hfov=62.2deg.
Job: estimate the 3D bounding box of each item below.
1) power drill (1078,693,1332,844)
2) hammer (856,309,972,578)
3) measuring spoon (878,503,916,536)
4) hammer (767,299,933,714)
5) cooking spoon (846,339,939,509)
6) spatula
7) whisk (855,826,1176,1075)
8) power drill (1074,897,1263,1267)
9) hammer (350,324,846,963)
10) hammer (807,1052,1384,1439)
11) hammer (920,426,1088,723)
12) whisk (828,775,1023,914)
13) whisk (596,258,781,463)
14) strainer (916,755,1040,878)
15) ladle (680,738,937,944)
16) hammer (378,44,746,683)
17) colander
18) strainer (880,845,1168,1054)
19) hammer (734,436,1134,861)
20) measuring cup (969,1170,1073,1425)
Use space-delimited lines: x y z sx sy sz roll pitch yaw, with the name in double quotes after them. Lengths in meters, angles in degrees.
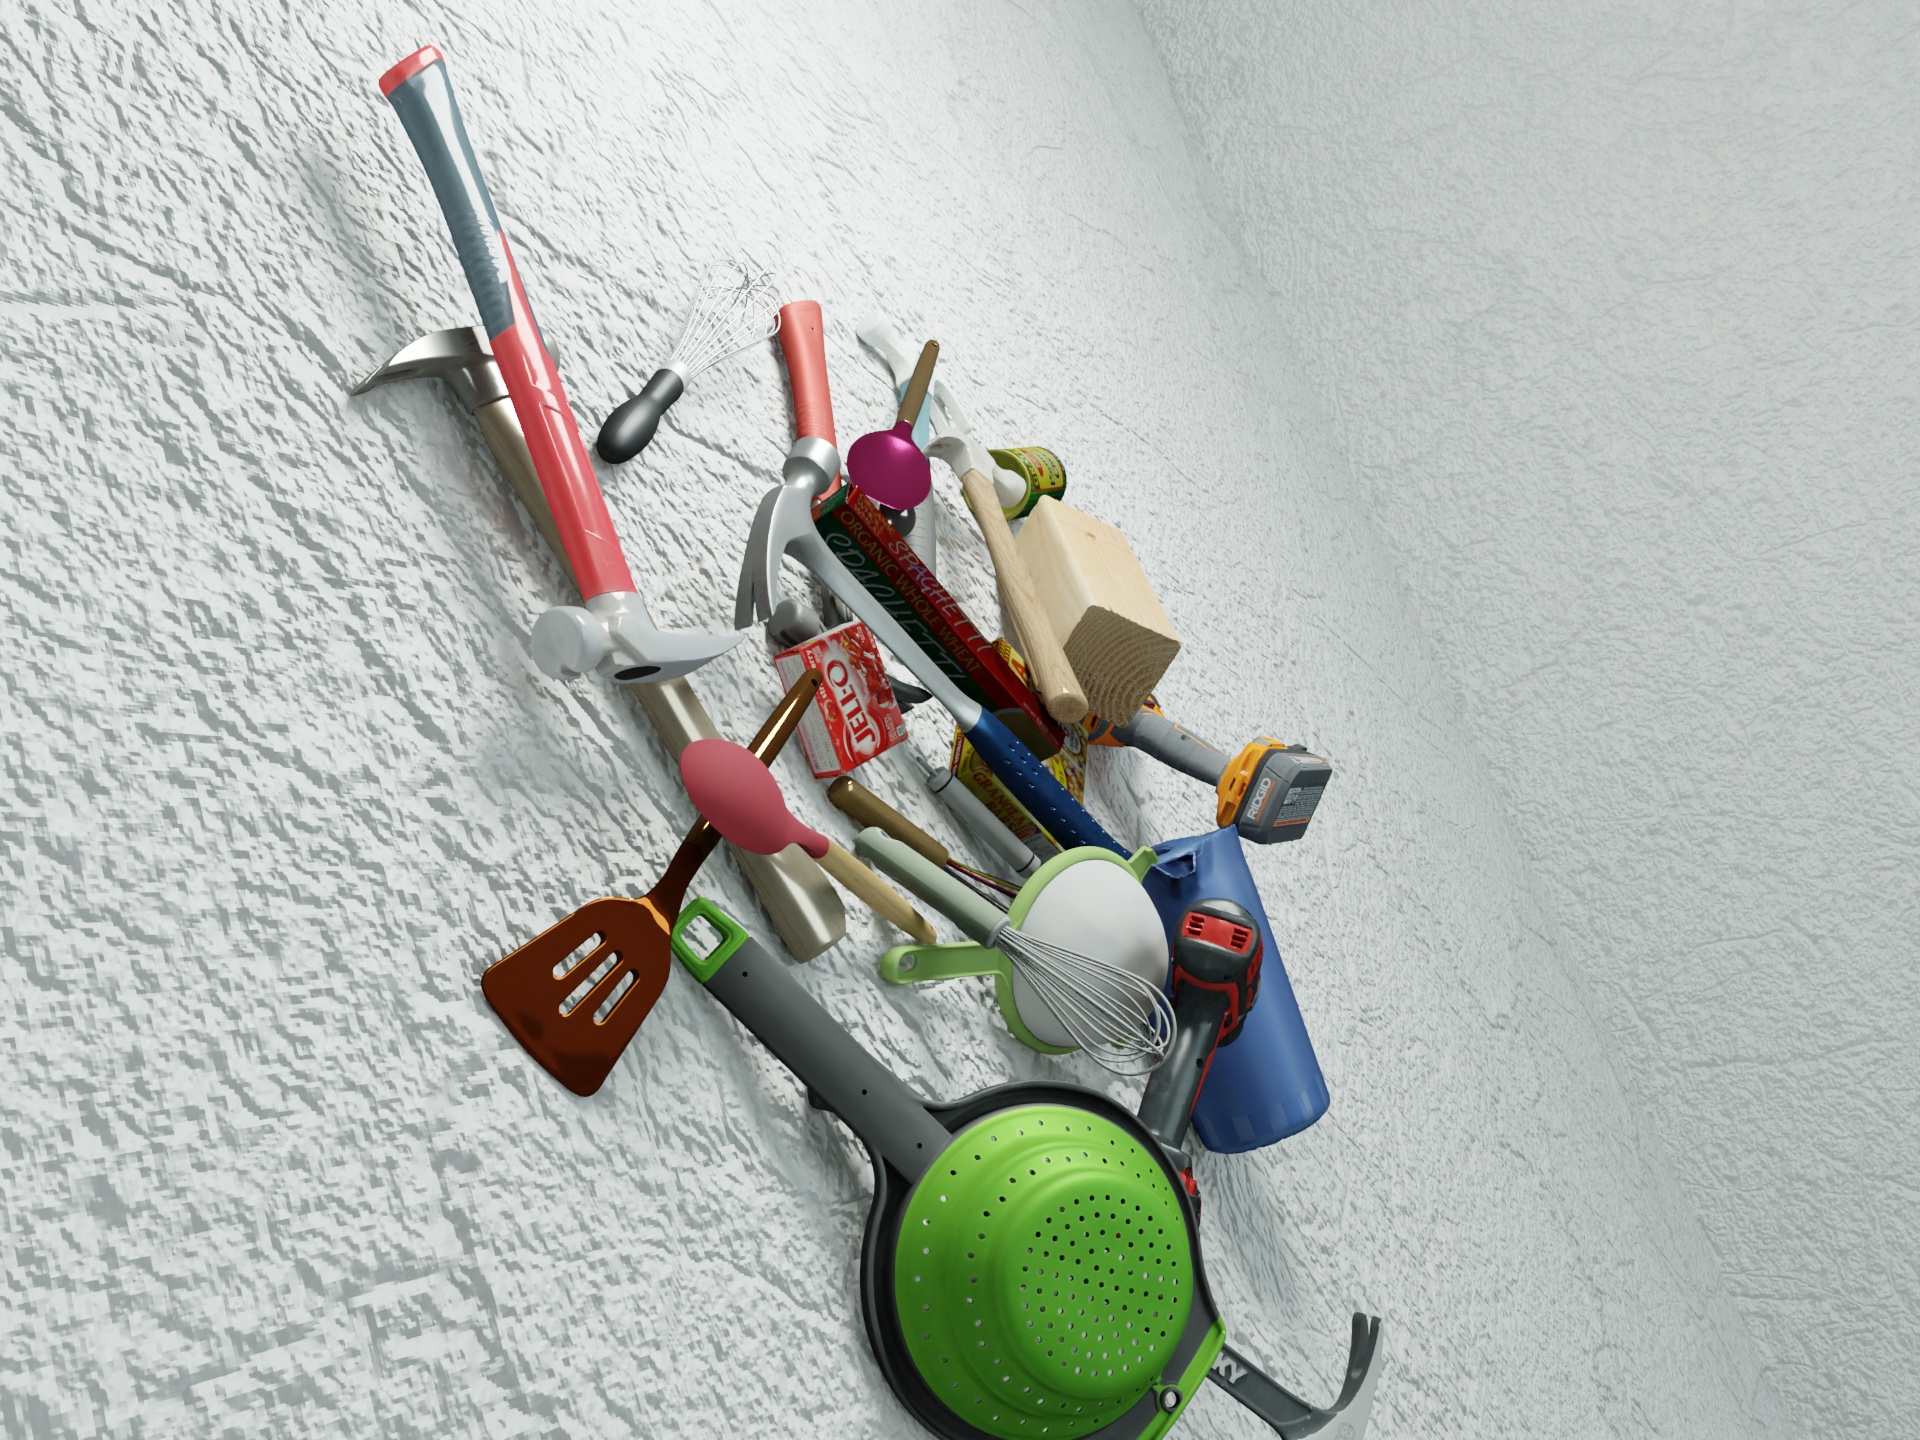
0.203 0.025 1.394 0.227 0.084 0.164 28 12 27 "power drill"
-0.038 -0.207 1.343 0.128 0.033 0.331 38 35 -37 "hammer"
-0.064 -0.151 1.180 0.034 0.018 0.124 64 28 2 "measuring spoon"
-0.098 -0.177 1.204 0.149 0.036 0.359 31 40 -46 "hammer"
-0.043 -0.249 1.304 0.068 0.017 0.319 24 34 -8 "cooking spoon"
-0.142 0.061 0.860 0.081 0.041 0.323 53 33 -18 "spatula"
0.030 0.139 1.002 0.246 0.059 0.057 33 1 21 "whisk"
0.150 0.250 1.079 0.187 0.080 0.227 76 33 -58 "power drill"
-0.189 -0.038 0.911 0.410 0.038 0.146 60 28 -5 "hammer"
0.077 0.310 0.919 0.409 0.036 0.149 39 69 -7 "hammer"
0.039 -0.123 1.264 0.130 0.031 0.332 31 28 -39 "hammer"
0.001 0.105 1.106 0.244 0.047 0.051 39 35 -32 "whisk"
-0.186 -0.250 1.096 0.070 0.070 0.285 50 33 -22 "whisk"
0.058 0.112 1.189 0.258 0.050 0.087 45 -5 -17 "strainer"
-0.073 0.084 0.929 0.315 0.031 0.069 49 17 -59 "ladle"
-0.235 -0.203 0.897 0.143 0.038 0.386 -5 71 -60 "hammer"
-0.001 0.237 0.839 0.397 0.094 0.204 45 67 -5 "colander"
0.061 0.165 1.071 0.256 0.069 0.151 4 96 -44 "strainer"
-0.002 -0.003 1.085 0.405 0.035 0.144 46 46 -30 "hammer"
0.037 0.346 0.949 0.083 0.038 0.168 28 45 -49 "measuring cup"
